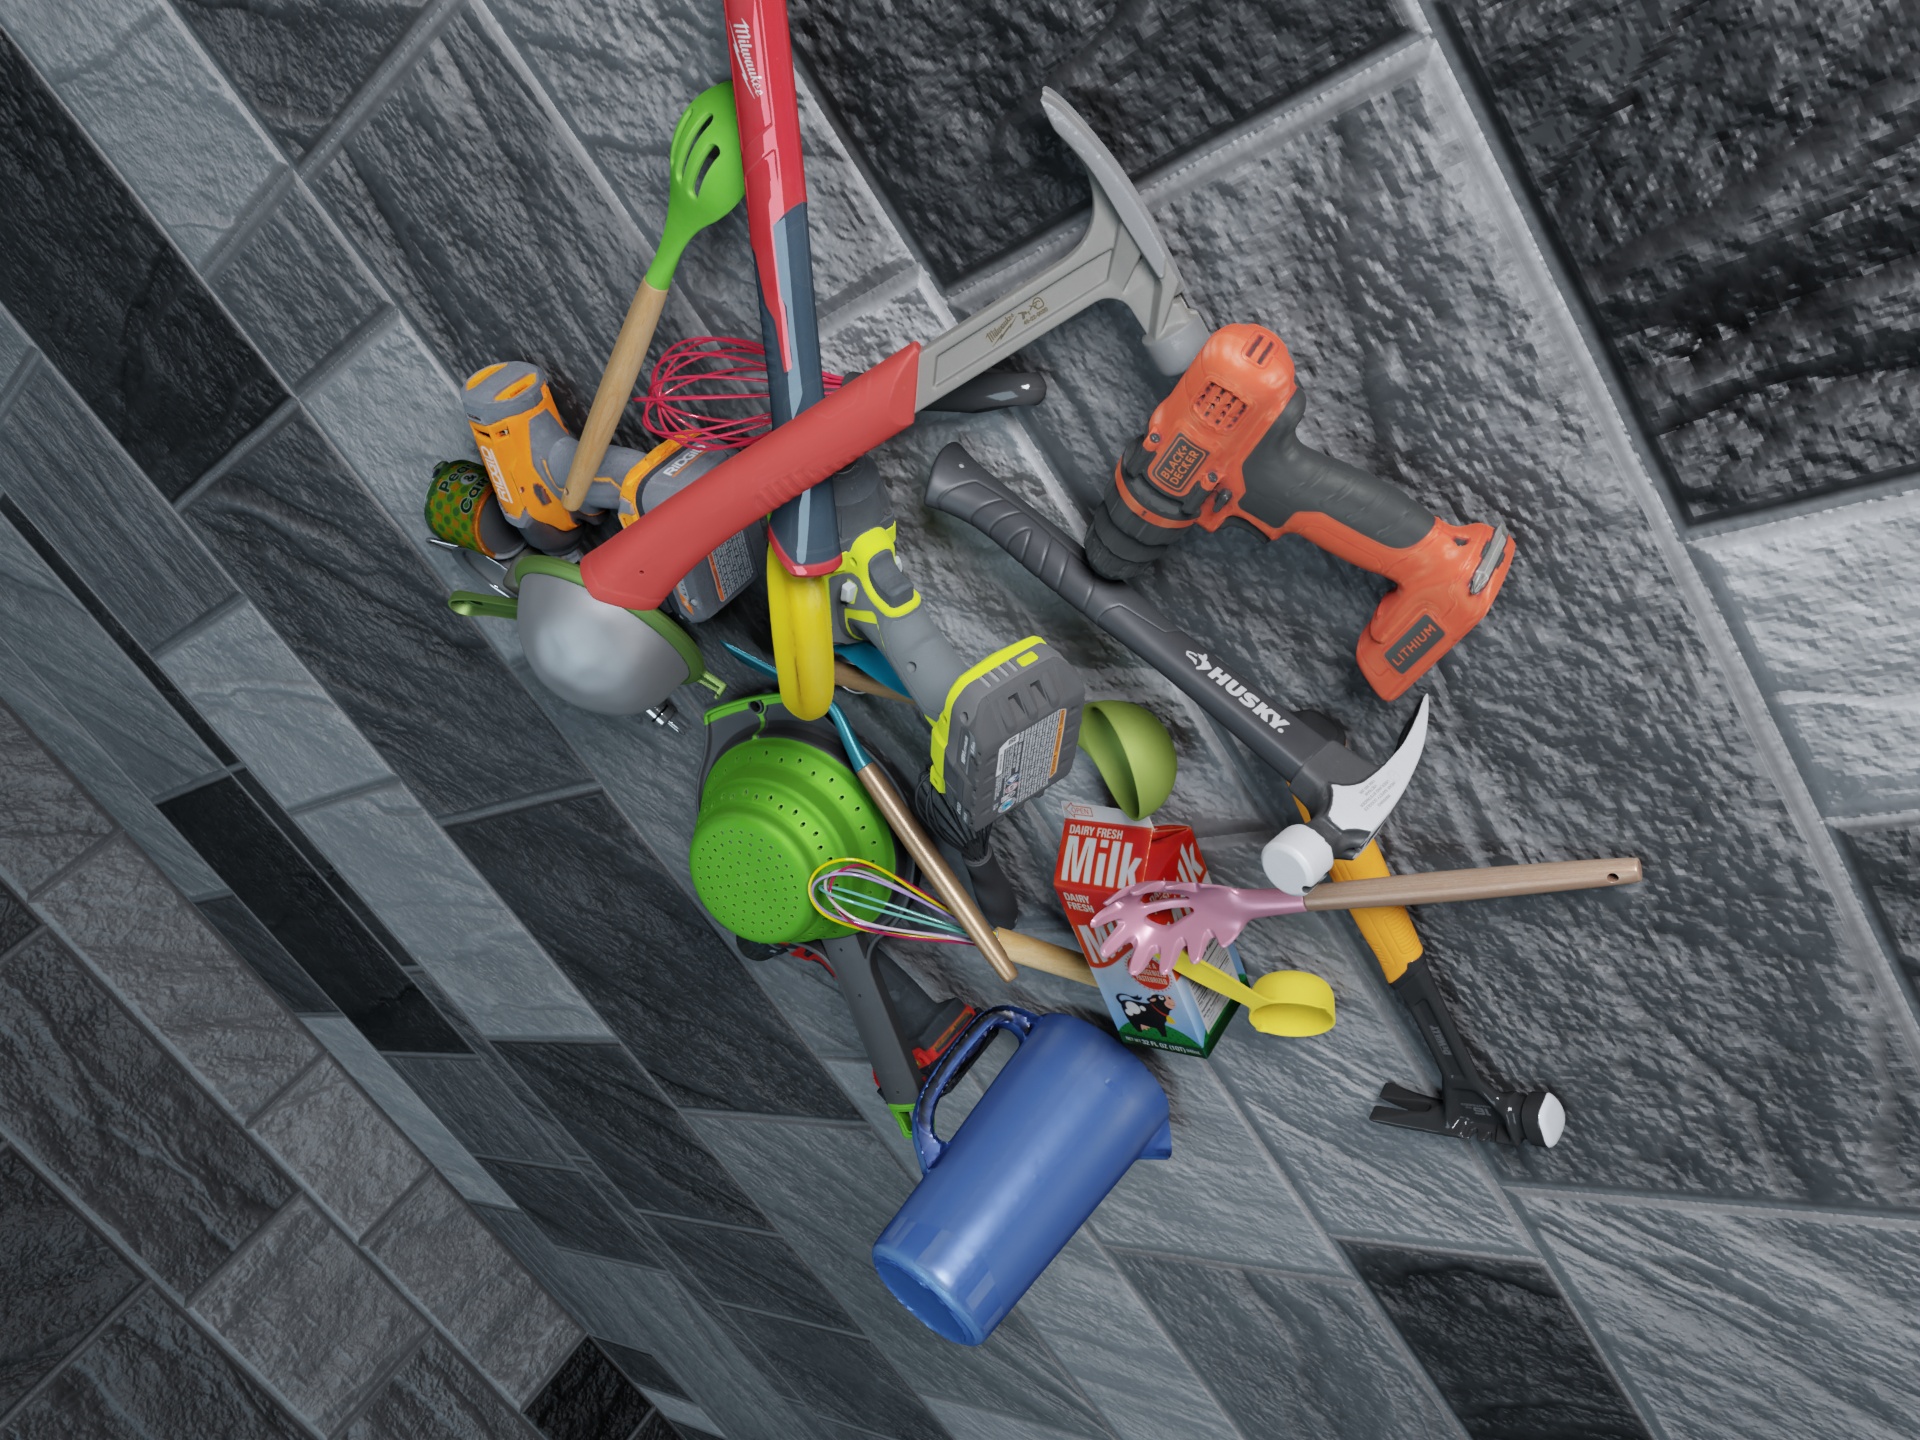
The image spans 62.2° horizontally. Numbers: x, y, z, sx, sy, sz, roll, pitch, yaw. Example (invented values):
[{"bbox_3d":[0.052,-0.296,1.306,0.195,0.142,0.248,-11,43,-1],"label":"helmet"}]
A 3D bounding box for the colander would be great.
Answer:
[{"bbox_3d":[-0.112,0.177,1.238,0.204,0.094,0.397,-11,107,31],"label":"colander"}]

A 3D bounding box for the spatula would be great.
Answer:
[{"bbox_3d":[-0.063,0.061,1.144,0.317,0.044,0.082,54,175,5],"label":"spatula"}]

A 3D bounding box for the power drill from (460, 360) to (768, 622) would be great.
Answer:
[{"bbox_3d":[-0.246,-0.151,1.125,0.227,0.084,0.164,24,143,29],"label":"power drill"}]

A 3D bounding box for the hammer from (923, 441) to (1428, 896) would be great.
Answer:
[{"bbox_3d":[0.106,-0.052,0.883,0.335,0.146,0.035,41,144,21],"label":"hammer"}]

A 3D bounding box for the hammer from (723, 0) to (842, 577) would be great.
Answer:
[{"bbox_3d":[-0.082,-0.256,0.821,0.143,0.038,0.386,14,122,32],"label":"hammer"}]

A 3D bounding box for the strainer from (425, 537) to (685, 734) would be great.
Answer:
[{"bbox_3d":[-0.323,-0.076,1.308,0.258,0.050,0.087,43,158,-12],"label":"strainer"}]

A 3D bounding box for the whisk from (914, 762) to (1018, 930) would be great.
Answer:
[{"bbox_3d":[0.012,0.092,1.137,0.055,0.055,0.238,22,154,26],"label":"whisk"}]

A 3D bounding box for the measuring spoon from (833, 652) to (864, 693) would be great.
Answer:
[{"bbox_3d":[-0.088,-0.076,1.113,0.034,0.018,0.124,-3,119,37],"label":"measuring spoon"}]

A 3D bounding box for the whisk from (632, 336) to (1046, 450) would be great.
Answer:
[{"bbox_3d":[-0.079,-0.195,0.942,0.296,0.073,0.073,6,132,32],"label":"whisk"}]

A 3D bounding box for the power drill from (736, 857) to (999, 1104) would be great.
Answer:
[{"bbox_3d":[-0.095,0.229,1.381,0.226,0.080,0.188,48,144,-3],"label":"power drill"}]

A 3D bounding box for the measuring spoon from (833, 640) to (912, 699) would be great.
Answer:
[{"bbox_3d":[-0.061,-0.046,1.073,0.129,0.021,0.042,32,115,27],"label":"measuring spoon"}]

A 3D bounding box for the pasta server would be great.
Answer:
[{"bbox_3d":[0.225,0.105,0.922,0.316,0.040,0.060,-9,112,31],"label":"pasta server"}]

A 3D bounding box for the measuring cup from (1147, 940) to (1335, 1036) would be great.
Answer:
[{"bbox_3d":[0.184,0.167,1.045,0.156,0.029,0.062,29,142,-25],"label":"measuring cup"}]

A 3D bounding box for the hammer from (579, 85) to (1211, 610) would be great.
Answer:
[{"bbox_3d":[-0.059,-0.163,0.821,0.359,0.037,0.149,-28,116,21],"label":"hammer"}]

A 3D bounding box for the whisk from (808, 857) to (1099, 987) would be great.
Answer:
[{"bbox_3d":[0.006,0.153,1.168,0.245,0.047,0.051,19,168,-11],"label":"whisk"}]

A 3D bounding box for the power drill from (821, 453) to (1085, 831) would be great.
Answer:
[{"bbox_3d":[-0.025,-0.057,0.958,0.223,0.080,0.171,50,159,24],"label":"power drill"}]

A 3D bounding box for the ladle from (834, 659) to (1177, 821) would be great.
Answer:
[{"bbox_3d":[-0.002,-0.003,1.053,0.320,0.062,0.078,14,135,30],"label":"ladle"}]

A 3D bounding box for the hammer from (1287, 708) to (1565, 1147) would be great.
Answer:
[{"bbox_3d":[0.261,0.134,0.983,0.127,0.034,0.336,-5,124,44],"label":"hammer"}]

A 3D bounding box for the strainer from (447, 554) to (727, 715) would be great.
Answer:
[{"bbox_3d":[-0.304,-0.055,1.159,0.256,0.069,0.151,10,154,37],"label":"strainer"}]

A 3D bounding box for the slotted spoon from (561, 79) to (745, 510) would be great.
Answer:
[{"bbox_3d":[-0.188,-0.239,0.947,0.070,0.031,0.313,56,134,23],"label":"slotted spoon"}]
